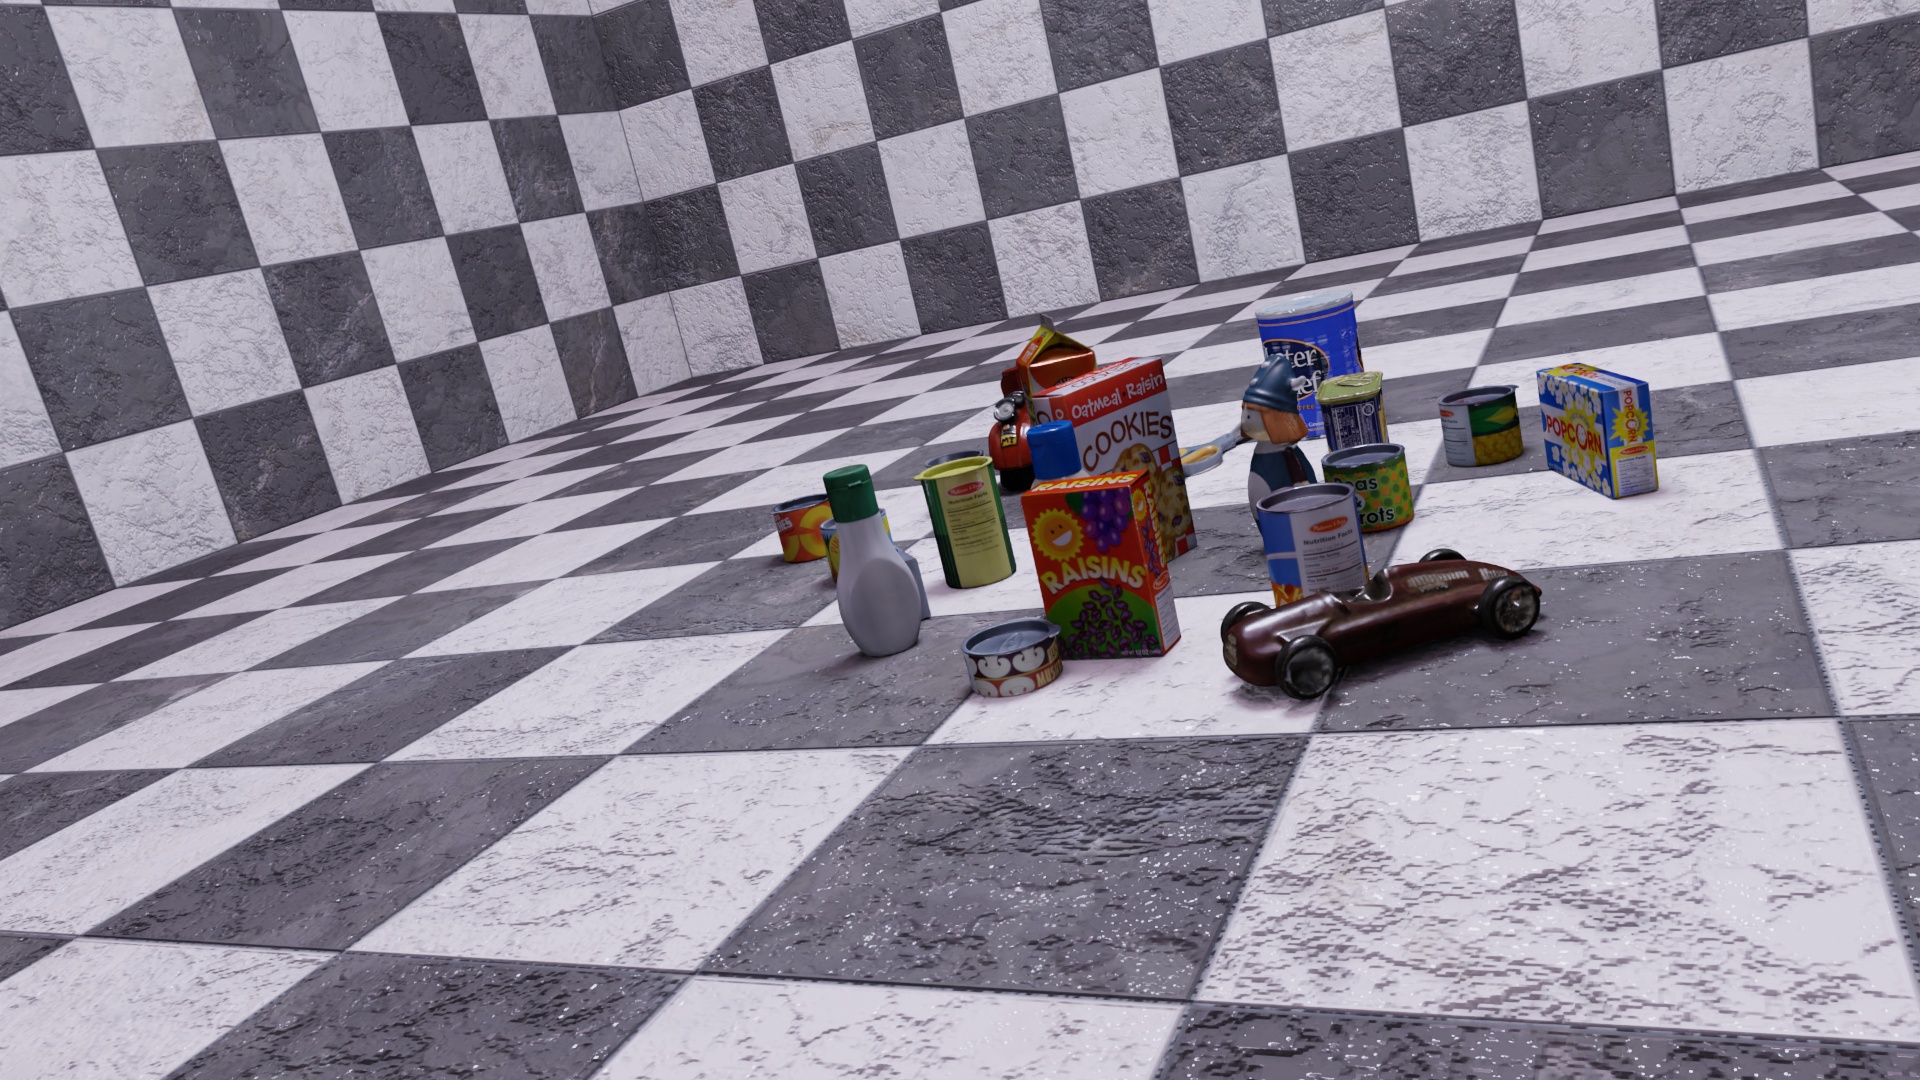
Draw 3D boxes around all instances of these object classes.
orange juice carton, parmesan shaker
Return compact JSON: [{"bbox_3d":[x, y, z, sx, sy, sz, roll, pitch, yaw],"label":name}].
[{"bbox_3d":[0.108,-0.139,1.434,0.073,0.192,0.072,-14,13,-3],"label":"orange juice carton"},{"bbox_3d":[0.004,-0.015,1.227,0.071,0.102,0.071,-13,13,3],"label":"parmesan shaker"}]

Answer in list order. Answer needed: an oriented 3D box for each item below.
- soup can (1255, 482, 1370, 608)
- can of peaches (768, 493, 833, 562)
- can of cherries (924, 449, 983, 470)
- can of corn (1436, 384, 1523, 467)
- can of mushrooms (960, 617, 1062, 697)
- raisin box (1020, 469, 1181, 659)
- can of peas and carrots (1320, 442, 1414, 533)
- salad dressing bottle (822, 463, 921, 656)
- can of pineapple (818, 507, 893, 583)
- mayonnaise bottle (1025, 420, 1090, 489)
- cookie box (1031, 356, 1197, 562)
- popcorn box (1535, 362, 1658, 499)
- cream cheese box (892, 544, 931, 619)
[{"bbox_3d":[0.241,0.009,0.949,0.071,0.083,0.071,-13,13,3],"label":"soup can"},{"bbox_3d":[-0.163,-0.013,1.469,0.071,0.058,0.071,-13,13,3],"label":"can of peaches"},{"bbox_3d":[0.000,-0.063,1.518,0.071,0.058,0.071,-13,13,3],"label":"can of cherries"},{"bbox_3d":[0.465,-0.103,1.237,0.071,0.058,0.071,-13,13,3],"label":"can of corn"},{"bbox_3d":[0.038,0.080,0.960,0.071,0.033,0.071,-13,14,3],"label":"can of mushrooms"},{"bbox_3d":[0.098,0.018,0.963,0.086,0.123,0.040,-5,16,31],"label":"raisin box"},{"bbox_3d":[0.328,-0.042,1.122,0.071,0.058,0.071,-13,13,3],"label":"can of peas and carrots"},{"bbox_3d":[-0.072,0.015,1.084,0.064,0.147,0.044,-18,14,-18],"label":"salad dressing bottle"},{"bbox_3d":[-0.097,0.006,1.334,0.071,0.057,0.071,-13,13,3],"label":"can of pineapple"},{"bbox_3d":[0.082,-0.016,1.063,0.041,0.147,0.064,-24,17,-38],"label":"mayonnaise bottle"},{"bbox_3d":[0.127,-0.055,1.134,0.123,0.167,0.040,-24,17,-39],"label":"cookie box"},{"bbox_3d":[0.500,-0.089,1.093,0.038,0.085,0.127,-12,14,4],"label":"popcorn box"},{"bbox_3d":[-0.056,0.034,1.191,0.024,0.053,0.104,-17,14,-15],"label":"cream cheese box"}]
